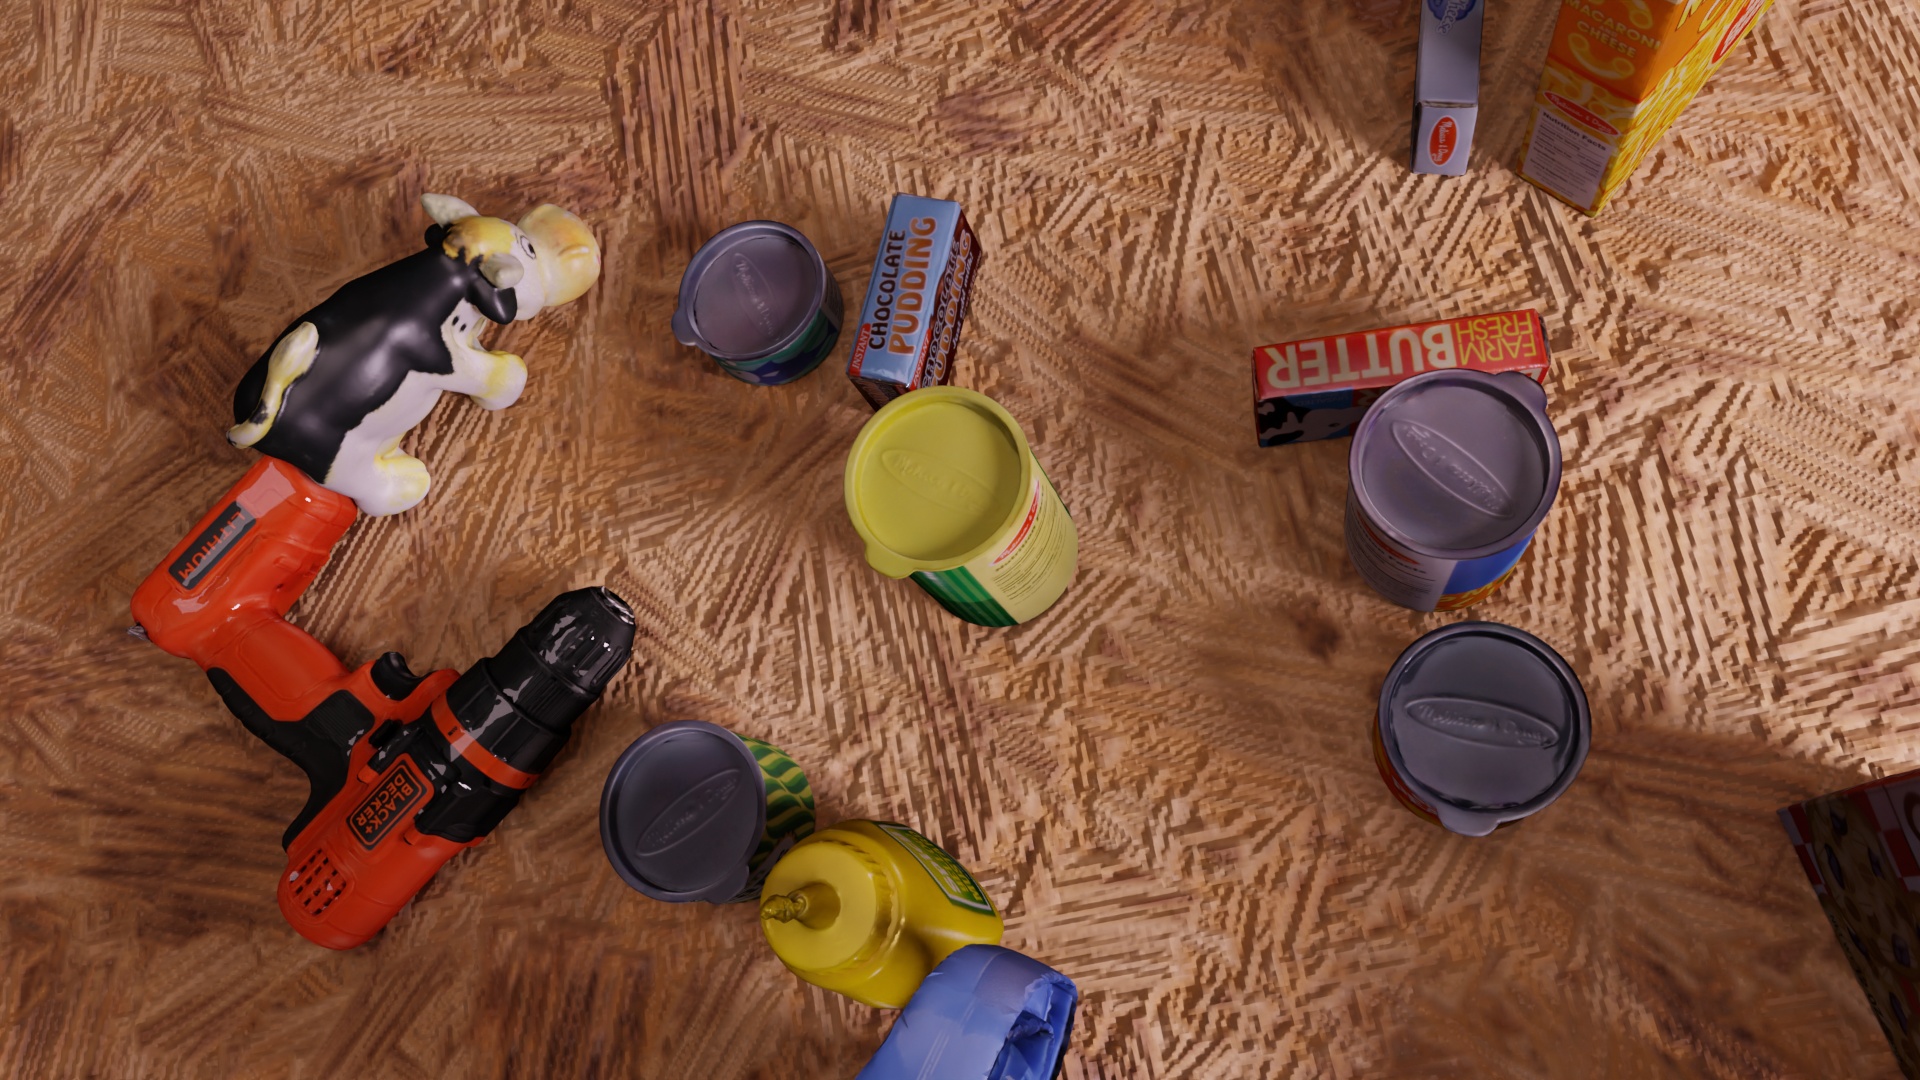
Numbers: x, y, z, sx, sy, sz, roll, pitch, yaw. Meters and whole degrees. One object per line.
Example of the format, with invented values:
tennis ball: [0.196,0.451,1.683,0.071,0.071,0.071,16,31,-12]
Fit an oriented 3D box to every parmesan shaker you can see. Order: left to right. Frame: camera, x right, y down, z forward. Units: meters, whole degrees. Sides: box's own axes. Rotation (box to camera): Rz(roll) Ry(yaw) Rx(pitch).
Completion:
parmesan shaker: [0.002,-0.007,0.519,0.071,0.103,0.071,-4,74,13]

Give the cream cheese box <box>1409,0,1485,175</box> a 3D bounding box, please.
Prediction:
cream cheese box: [0.196,-0.205,0.556,0.024,0.053,0.104,5,76,15]

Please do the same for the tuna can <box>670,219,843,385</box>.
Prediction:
tuna can: [-0.088,-0.102,0.606,0.071,0.032,0.071,-4,74,13]

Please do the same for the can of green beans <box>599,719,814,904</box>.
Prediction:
can of green beans: [-0.096,0.106,0.534,0.071,0.057,0.071,-4,74,13]

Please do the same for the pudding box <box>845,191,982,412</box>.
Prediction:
pudding box: [-0.019,-0.096,0.579,0.030,0.049,0.084,11,77,16]

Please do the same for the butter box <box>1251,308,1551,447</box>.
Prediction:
butter box: [0.162,-0.060,0.522,0.103,0.053,0.024,-7,73,12]

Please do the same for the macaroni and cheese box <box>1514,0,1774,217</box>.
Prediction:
macaroni and cheese box: [0.257,-0.205,0.481,0.040,0.166,0.124,39,86,20]

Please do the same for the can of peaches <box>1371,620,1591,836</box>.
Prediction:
can of peaches: [0.176,0.068,0.479,0.071,0.058,0.071,-4,74,13]

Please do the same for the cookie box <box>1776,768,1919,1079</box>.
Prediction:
cookie box: [0.293,0.120,0.377,0.040,0.167,0.123,-19,71,8]

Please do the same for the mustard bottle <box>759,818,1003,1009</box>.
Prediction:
mustard bottle: [-0.029,0.123,0.459,0.065,0.160,0.049,40,87,20]

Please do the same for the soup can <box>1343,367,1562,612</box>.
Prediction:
soup can: [0.172,-0.017,0.491,0.071,0.083,0.071,-4,74,13]
